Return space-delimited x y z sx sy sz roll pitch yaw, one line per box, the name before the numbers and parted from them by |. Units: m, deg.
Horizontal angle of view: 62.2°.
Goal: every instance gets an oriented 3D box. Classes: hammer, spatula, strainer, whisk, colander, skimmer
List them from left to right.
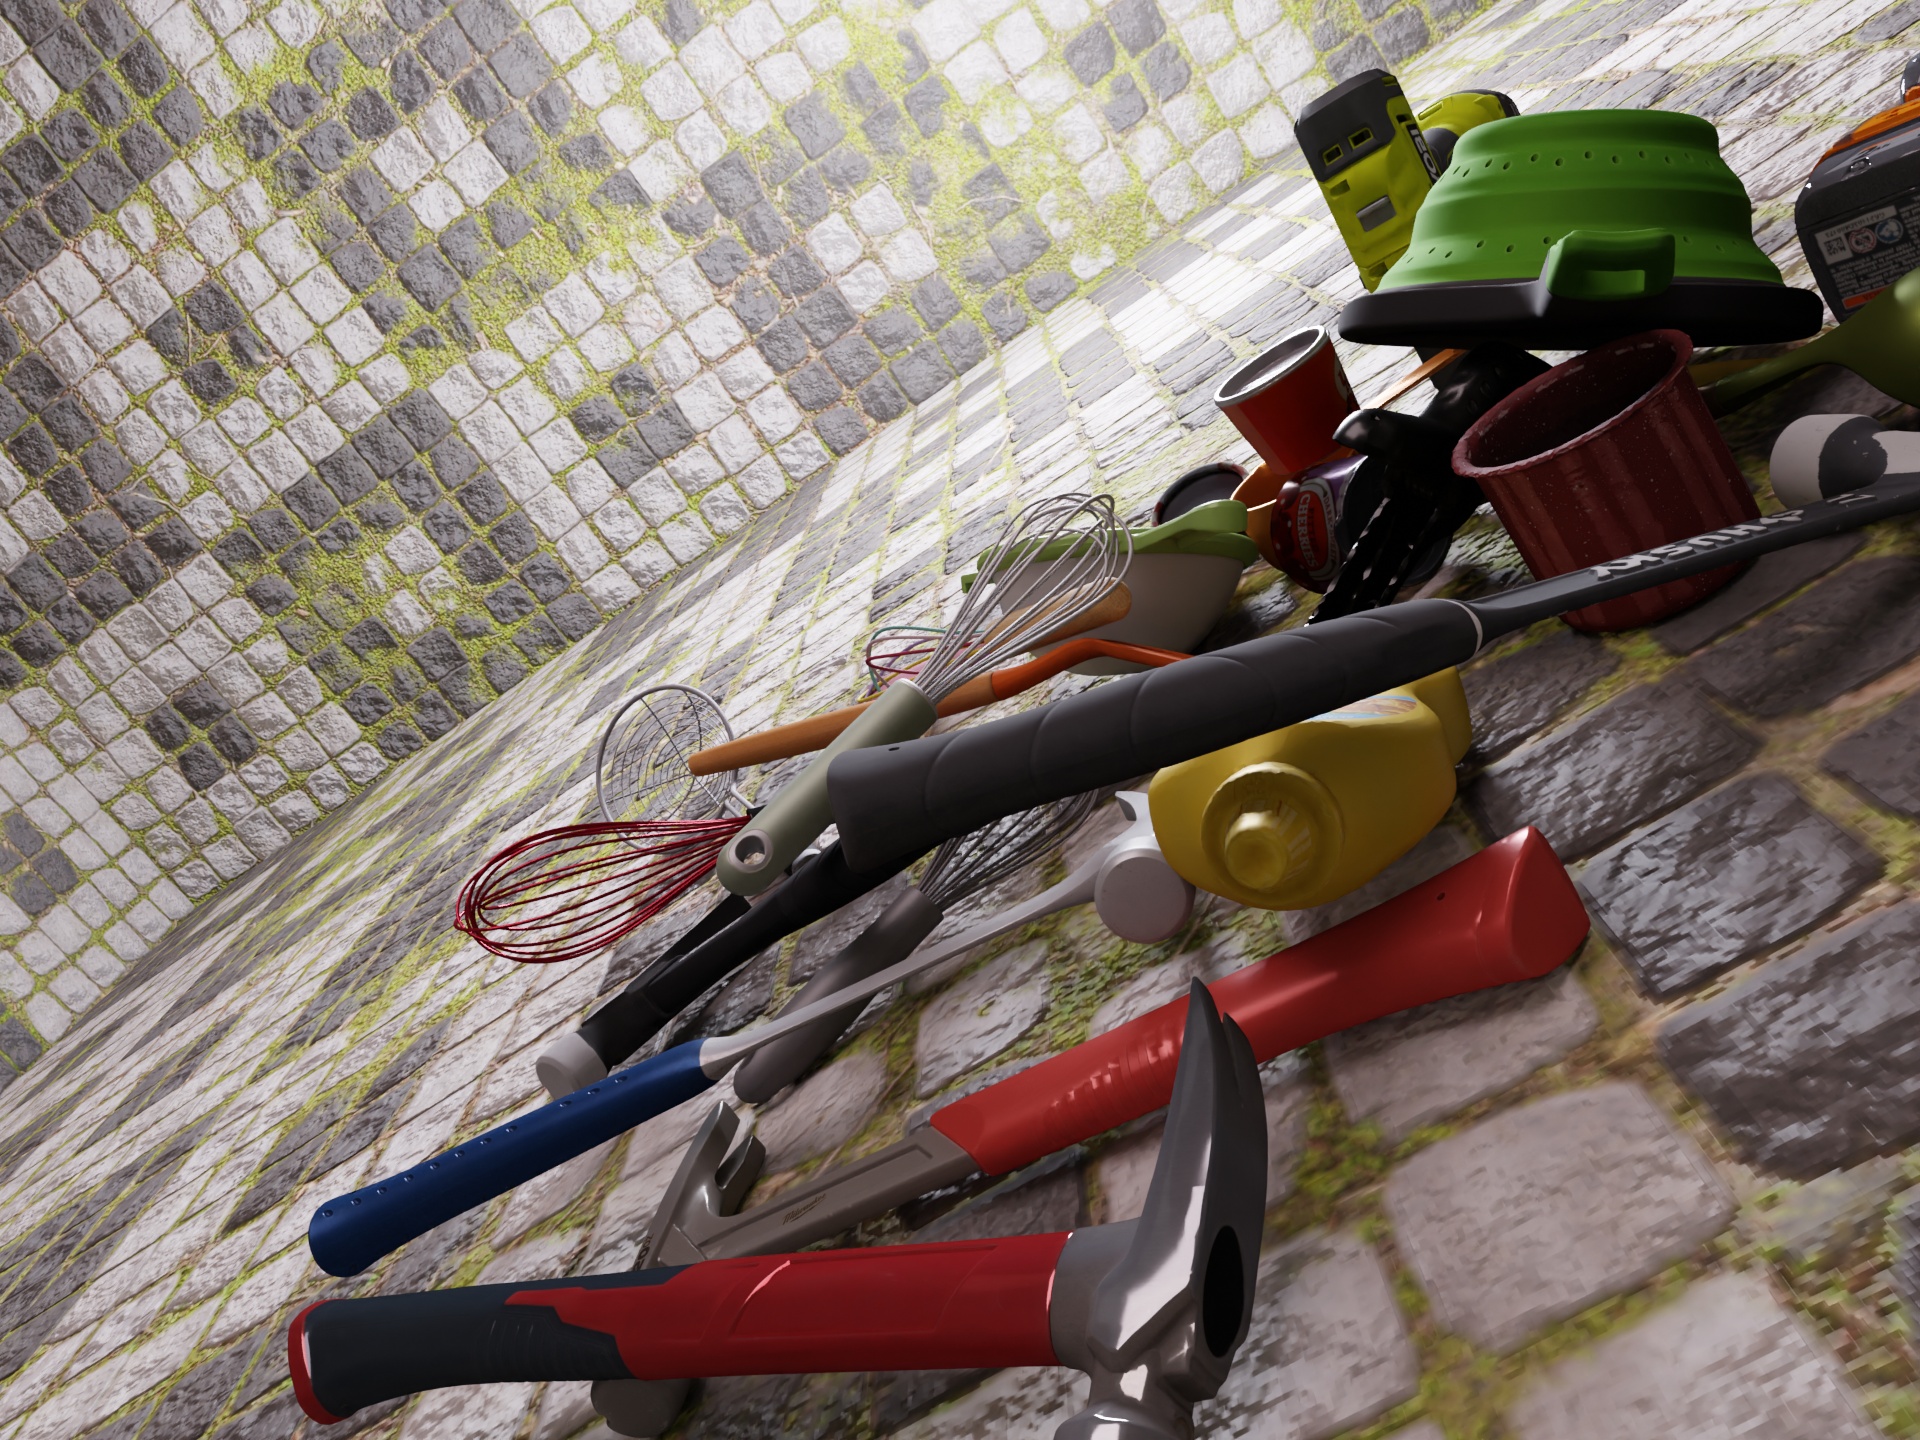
hammer | -0.084 0.175 0.504 0.386 0.038 0.143 -18 36 34
skimmer | -0.172 0.054 1.059 0.363 0.090 0.127 21 91 68
whisk | -0.134 0.067 0.885 0.296 0.073 0.073 -18 11 -15
hammer | -0.088 0.131 0.642 0.405 0.035 0.144 -27 3 13
hammer | -0.078 0.086 0.737 0.334 0.035 0.146 -36 3 46
whisk | -0.015 0.086 0.731 0.239 0.055 0.055 -45 18 -15
whisk | -0.013 -0.014 0.690 0.246 0.058 0.059 -45 -18 -16
spatula | -0.001 -0.003 0.785 0.322 0.041 0.081 -14 -6 26
whisk | 0.011 -0.041 0.834 0.047 0.051 0.245 -1 -8 -32
hammer | 0.032 0.124 0.535 0.359 0.036 0.149 -30 17 22
strainer | 0.094 -0.061 0.804 0.151 0.069 0.256 -2 -1 -10
hammer | 0.156 -0.028 0.459 0.409 0.036 0.149 -16 16 -15
colander | 0.252 -0.204 0.639 0.204 0.094 0.397 4 11 17

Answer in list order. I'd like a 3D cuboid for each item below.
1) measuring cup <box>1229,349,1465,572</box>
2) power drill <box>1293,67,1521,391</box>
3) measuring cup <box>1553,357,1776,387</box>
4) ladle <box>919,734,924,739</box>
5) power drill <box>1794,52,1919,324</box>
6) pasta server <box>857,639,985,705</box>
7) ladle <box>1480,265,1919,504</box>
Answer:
measuring cup | 0.228 -0.143 0.863 0.173 0.052 0.095 -37 16 -10
power drill | 0.300 -0.300 0.975 0.080 0.190 0.228 -23 6 39
measuring cup | 0.318 -0.147 0.750 0.156 0.029 0.062 3 40 48
ladle | -0.030 0.013 0.884 0.069 0.031 0.315 -14 12 1
power drill | 0.456 -0.251 0.649 0.226 0.084 0.164 -42 17 -34
pasta server | 0.055 -0.056 1.023 0.316 0.040 0.060 -24 19 24
ladle | 0.307 -0.118 0.668 0.078 0.062 0.320 -40 9 -23
